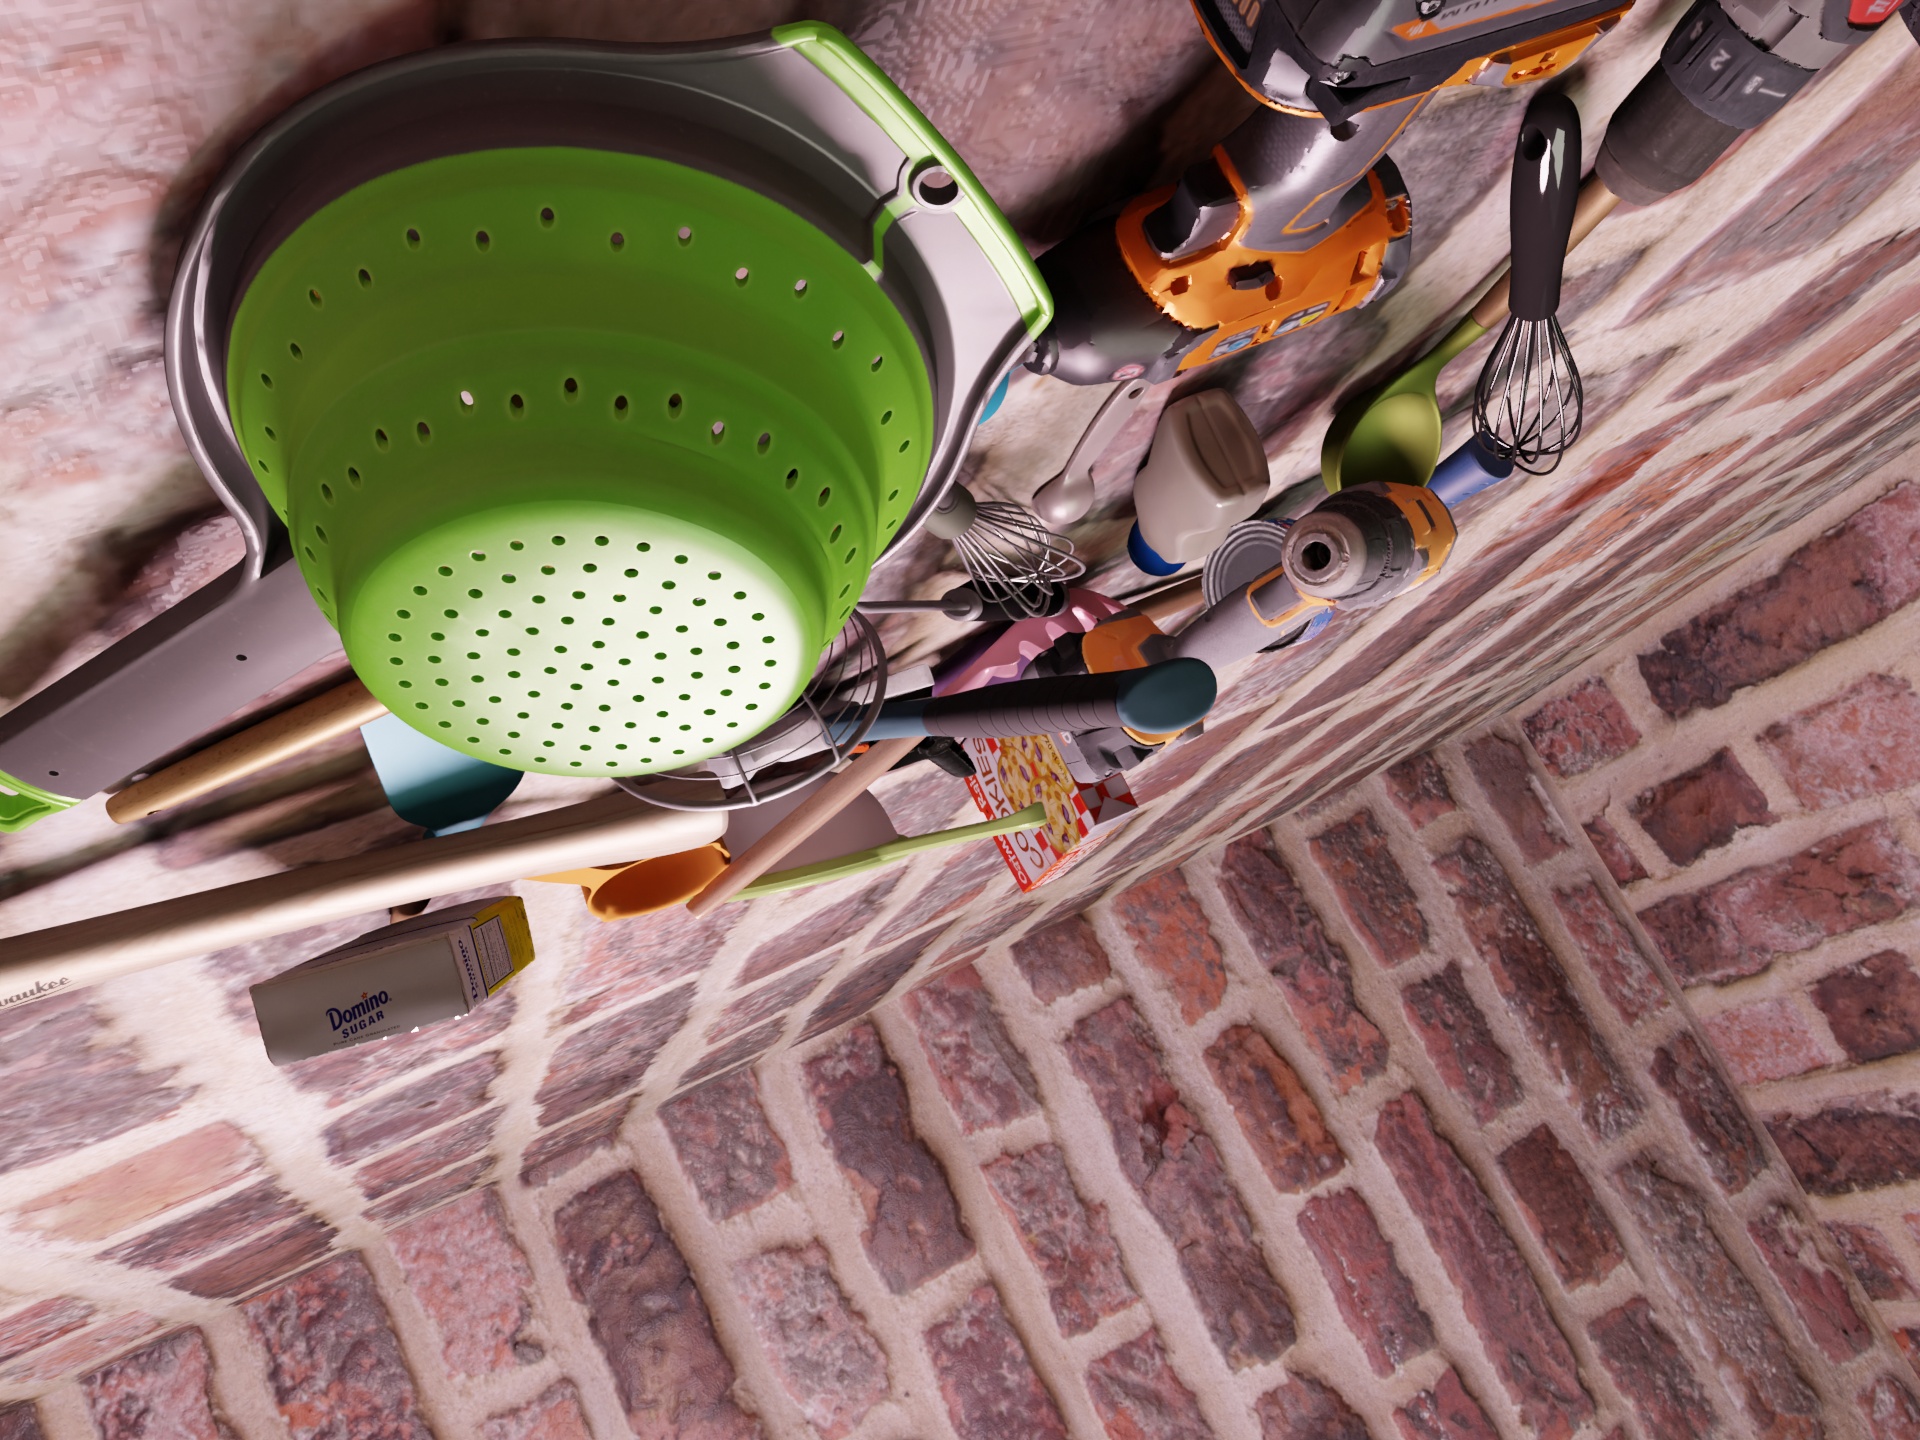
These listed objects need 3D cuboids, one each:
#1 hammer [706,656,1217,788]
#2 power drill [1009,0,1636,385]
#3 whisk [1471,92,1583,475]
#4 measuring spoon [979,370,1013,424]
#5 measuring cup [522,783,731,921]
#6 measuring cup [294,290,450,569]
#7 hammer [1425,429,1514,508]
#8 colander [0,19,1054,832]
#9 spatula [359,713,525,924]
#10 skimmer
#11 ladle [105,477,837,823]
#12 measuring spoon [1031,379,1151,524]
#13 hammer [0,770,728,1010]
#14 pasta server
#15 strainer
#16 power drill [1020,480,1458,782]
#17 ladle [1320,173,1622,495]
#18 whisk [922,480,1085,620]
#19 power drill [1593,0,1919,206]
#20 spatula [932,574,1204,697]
[{"bbox_3d":[-0.001,-0.003,0.802,0.128,0.033,0.331,-23,-170,-34],"label":"hammer"},{"bbox_3d":[0.093,-0.179,0.489,0.164,0.084,0.226,-23,170,-15],"label":"power drill"},{"bbox_3d":[0.268,-0.193,0.738,0.055,0.055,0.238,-27,148,0],"label":"whisk"},{"bbox_3d":[0.042,-0.144,0.634,0.128,0.021,0.042,-24,167,-9],"label":"measuring spoon"},{"bbox_3d":[-0.208,0.068,0.904,0.095,0.052,0.173,-35,154,23],"label":"measuring cup"},{"bbox_3d":[-0.172,-0.088,0.445,0.062,0.029,0.156,-15,151,-18],"label":"measuring cup"},{"bbox_3d":[0.214,-0.079,1.120,0.144,0.035,0.405,-23,171,-41],"label":"hammer"},{"bbox_3d":[-0.159,-0.019,0.427,0.397,0.095,0.204,-25,141,24],"label":"colander"},{"bbox_3d":[-0.267,0.056,0.798,0.082,0.044,0.317,-19,169,-30],"label":"spatula"},{"bbox_3d":[-0.034,-0.027,0.781,0.363,0.127,0.090,-12,117,-62],"label":"skimmer"},{"bbox_3d":[-0.184,-0.029,0.624,0.315,0.031,0.069,-24,175,-4],"label":"ladle"},{"bbox_3d":[0.067,-0.127,0.761,0.034,0.018,0.124,-21,165,-25],"label":"measuring spoon"},{"bbox_3d":[-0.297,0.077,0.670,0.410,0.038,0.146,-14,161,-22],"label":"hammer"},{"bbox_3d":[-0.032,0.019,0.951,0.316,0.040,0.060,-39,173,-6],"label":"pasta server"},{"bbox_3d":[-0.066,0.059,1.000,0.256,0.069,0.151,-14,180,29],"label":"strainer"},{"bbox_3d":[0.143,-0.051,0.839,0.226,0.084,0.185,-32,174,27],"label":"power drill"},{"bbox_3d":[0.284,-0.210,0.797,0.078,0.062,0.320,-10,157,-29],"label":"ladle"},{"bbox_3d":[0.000,-0.091,0.712,0.059,0.058,0.246,-1,172,21],"label":"whisk"},{"bbox_3d":[0.370,-0.283,0.621,0.226,0.080,0.187,-15,157,-32],"label":"power drill"},{"bbox_3d":[0.109,-0.069,1.048,0.316,0.018,0.059,-22,135,-31],"label":"spatula"}]
